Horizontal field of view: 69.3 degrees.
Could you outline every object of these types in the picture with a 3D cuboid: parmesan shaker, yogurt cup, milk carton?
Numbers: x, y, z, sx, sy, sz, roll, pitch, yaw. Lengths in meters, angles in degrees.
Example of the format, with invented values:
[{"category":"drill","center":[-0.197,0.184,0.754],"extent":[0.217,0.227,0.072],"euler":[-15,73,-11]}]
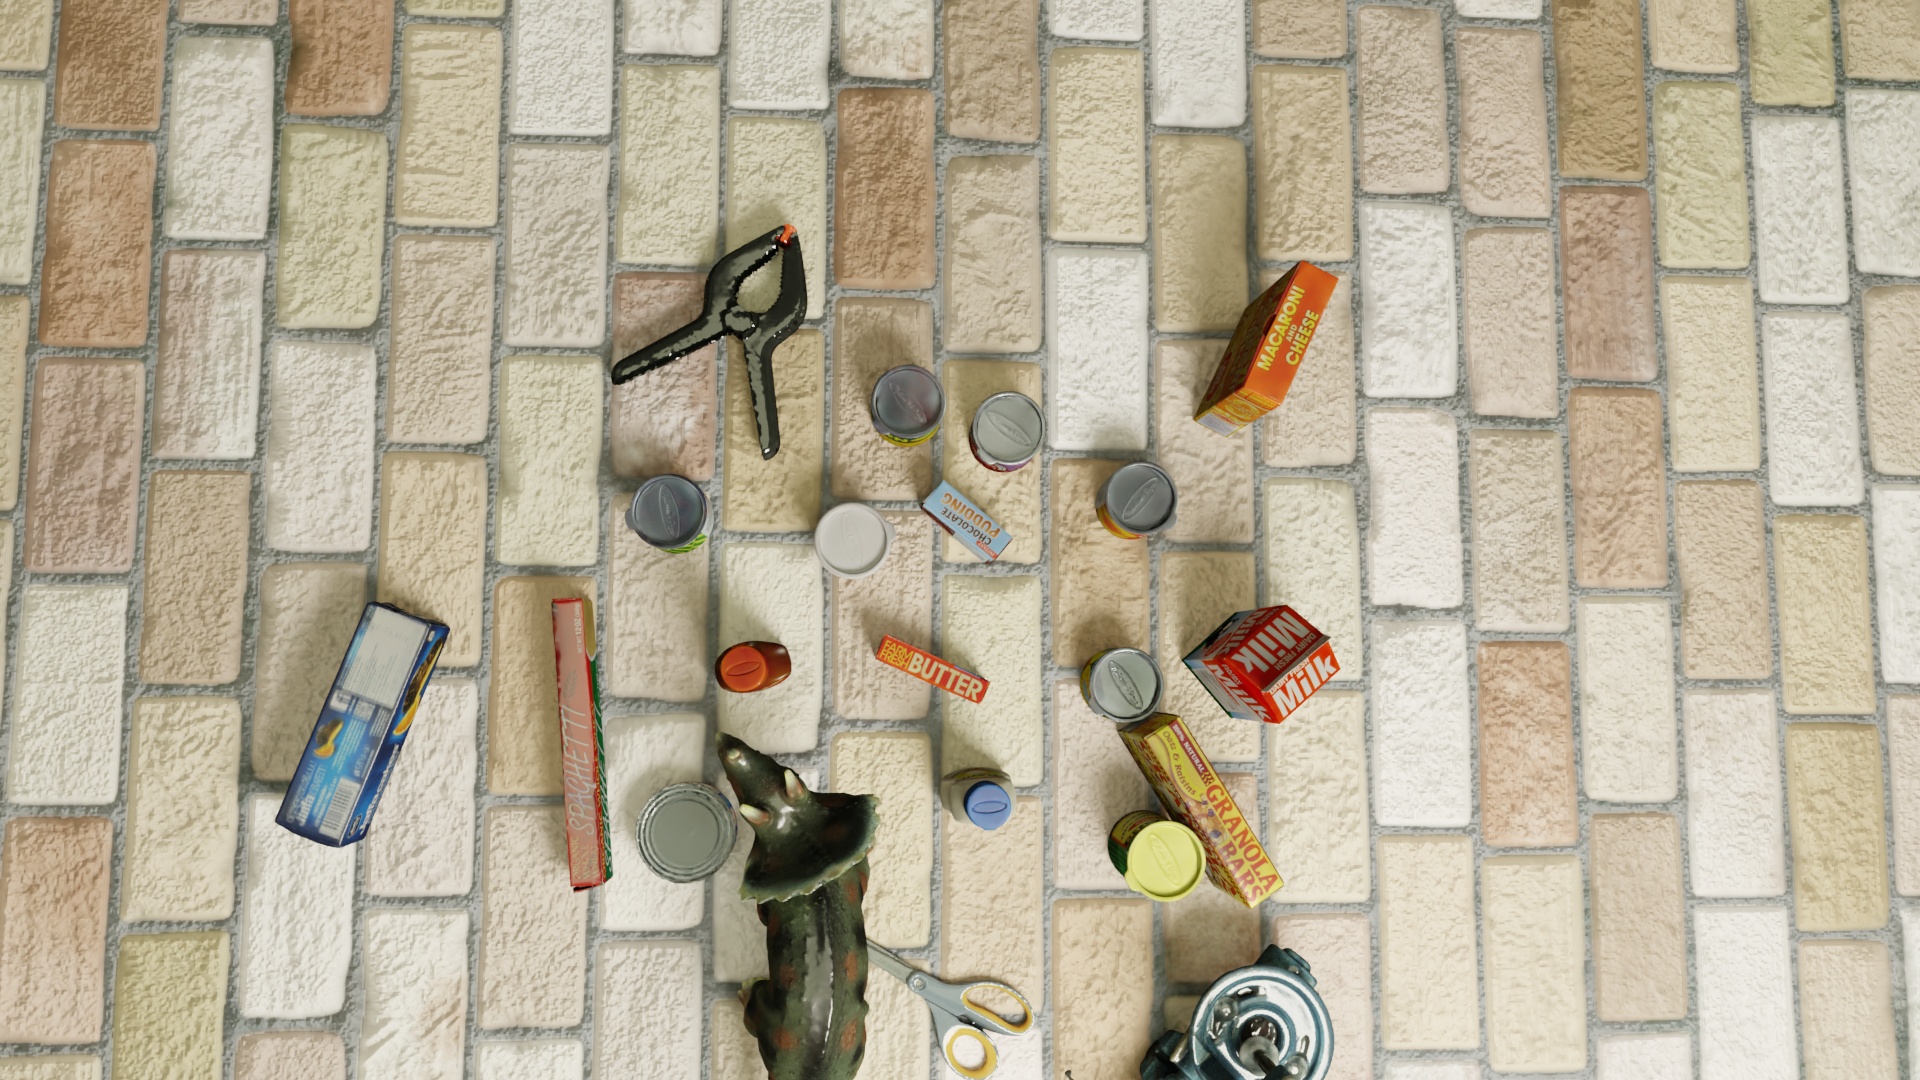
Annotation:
[{"category":"parmesan shaker","center":[0.166,0.273,1.206],"extent":[0.071,0.103,0.071],"euler":[0,85,-4]},{"category":"yogurt cup","center":[-0.096,0.002,1.238],"extent":[0.072,0.054,0.072],"euler":[0,84,-4]},{"category":"milk carton","center":[0.259,0.106,1.186],"extent":[0.072,0.190,0.073],"euler":[-40,89,-7]}]

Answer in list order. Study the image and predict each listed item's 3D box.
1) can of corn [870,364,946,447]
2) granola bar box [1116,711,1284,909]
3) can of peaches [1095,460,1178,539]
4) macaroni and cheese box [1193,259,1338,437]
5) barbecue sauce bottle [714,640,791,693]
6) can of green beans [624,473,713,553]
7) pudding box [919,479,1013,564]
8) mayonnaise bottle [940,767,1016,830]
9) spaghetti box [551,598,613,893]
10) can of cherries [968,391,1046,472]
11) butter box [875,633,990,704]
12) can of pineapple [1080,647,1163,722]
[{"category":"can of corn","center":[-0.050,-0.118,1.252],"extent":[0.071,0.058,0.071],"euler":[0,84,-4]},{"category":"granola bar box","center":[0.206,0.228,1.203],"extent":[0.039,0.124,0.165],"euler":[-32,88,-6]},{"category":"can of peaches","center":[0.161,-0.034,1.259],"extent":[0.071,0.058,0.071],"euler":[0,84,-4]},{"category":"macaroni and cheese box","center":[0.265,-0.165,1.226],"extent":[0.040,0.166,0.124],"euler":[26,83,-2]},{"category":"barbecue sauce bottle","center":[-0.178,0.107,1.173],"extent":[0.065,0.148,0.043],"euler":[-13,86,-5]},{"category":"can of green beans","center":[-0.254,-0.023,1.226],"extent":[0.071,0.058,0.071],"euler":[0,84,-4]},{"category":"pudding box","center":[0.004,-0.016,1.250],"extent":[0.084,0.049,0.030],"euler":[39,83,0]},{"category":"mayonnaise bottle","center":[0.018,0.218,1.177],"extent":[0.065,0.148,0.041],"euler":[-4,85,-5]},{"category":"spaghetti box","center":[-0.328,0.175,1.205],"extent":[0.029,0.050,0.250],"euler":[-5,85,-5]},{"category":"can of cherries","center":[0.039,-0.096,1.256],"extent":[0.071,0.058,0.071],"euler":[0,84,-4]},{"category":"butter box","center":[-0.026,0.114,1.232],"extent":[0.103,0.053,0.024],"euler":[24,84,-2]},{"category":"can of pineapple","center":[0.141,0.129,1.241],"extent":[0.071,0.058,0.071],"euler":[0,84,-4]}]
